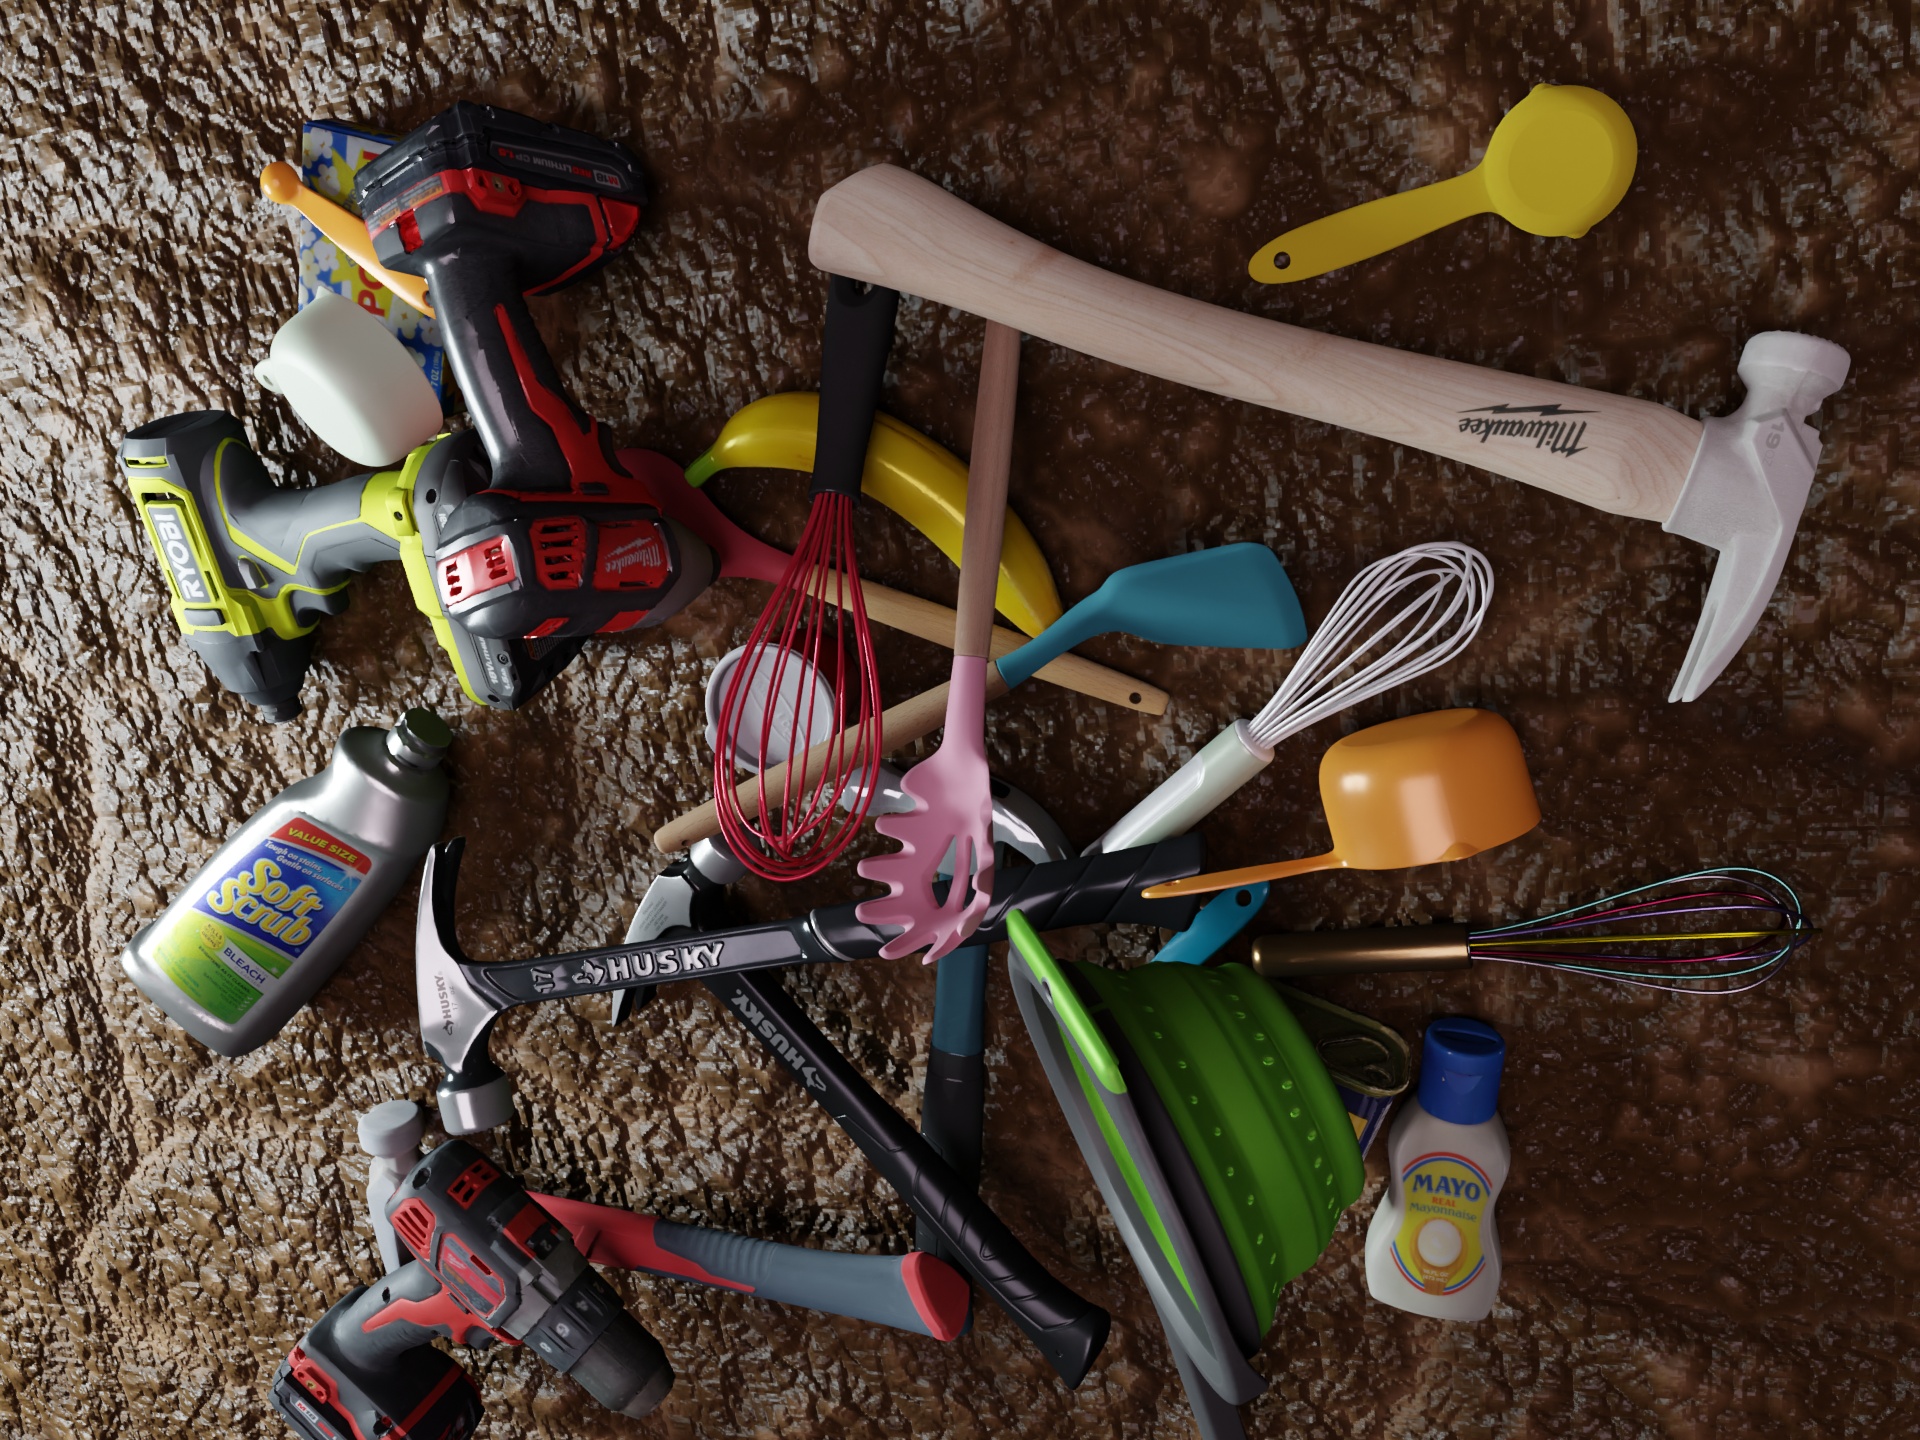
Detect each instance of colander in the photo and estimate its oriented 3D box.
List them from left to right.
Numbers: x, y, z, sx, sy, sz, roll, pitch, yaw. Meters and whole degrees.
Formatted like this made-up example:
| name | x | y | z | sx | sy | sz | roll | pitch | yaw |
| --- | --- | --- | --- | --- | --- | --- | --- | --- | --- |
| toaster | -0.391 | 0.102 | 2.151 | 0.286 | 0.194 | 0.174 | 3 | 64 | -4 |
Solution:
| name | x | y | z | sx | sy | sz | roll | pitch | yaw |
| --- | --- | --- | --- | --- | --- | --- | --- | --- | --- |
| colander | 0.127 | 0.233 | 0.719 | 0.094 | 0.205 | 0.396 | -25 | 125 | -8 |

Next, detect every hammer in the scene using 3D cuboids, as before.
| name | x | y | z | sx | sy | sz | roll | pitch | yaw |
| --- | --- | --- | --- | --- | --- | --- | --- | --- | --- |
| hammer | -0.178 | 0.315 | 0.916 | 0.386 | 0.038 | 0.143 | 4 | 111 | 22 |
| hammer | -0.081 | 0.102 | 0.772 | 0.409 | 0.036 | 0.149 | -11 | 93 | 12 |
| hammer | -0.050 | 0.212 | 0.826 | 0.335 | 0.035 | 0.146 | 46 | 123 | 8 |
| hammer | -0.004 | 0.182 | 0.836 | 0.128 | 0.033 | 0.330 | 9 | 111 | 15 |
| hammer | 0.129 | -0.136 | 0.649 | 0.411 | 0.038 | 0.146 | 19 | 92 | 10 |

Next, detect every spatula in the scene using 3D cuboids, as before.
| name | x | y | z | sx | sy | sz | roll | pitch | yaw |
| --- | --- | --- | --- | --- | --- | --- | --- | --- | --- |
| spatula | -0.001 | -0.002 | 0.726 | 0.317 | 0.044 | 0.082 | -26 | 144 | 10 |

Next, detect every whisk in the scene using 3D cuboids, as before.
| name | x | y | z | sx | sy | sz | roll | pitch | yaw |
| --- | --- | --- | --- | --- | --- | --- | --- | --- | --- |
| whisk | -0.057 | -0.077 | 0.687 | 0.073 | 0.073 | 0.296 | 3 | 77 | 16 |
| whisk | 0.139 | 0.004 | 0.722 | 0.059 | 0.058 | 0.246 | 29 | 123 | -28 |
| whisk | 0.253 | 0.099 | 0.721 | 0.245 | 0.047 | 0.051 | -7 | 108 | 23 |

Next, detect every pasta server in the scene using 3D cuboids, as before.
| name | x | y | z | sx | sy | sz | roll | pitch | yaw |
| --- | --- | --- | --- | --- | --- | --- | --- | --- | --- |
| pasta server | 0.003 | -0.055 | 0.683 | 0.060 | 0.040 | 0.316 | 3 | 85 | 33 |

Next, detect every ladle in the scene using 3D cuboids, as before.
| name | x | y | z | sx | sy | sz | roll | pitch | yaw |
| --- | --- | --- | --- | --- | --- | --- | --- | --- | --- |
| ladle | -0.050 | -0.060 | 0.770 | 0.315 | 0.031 | 0.069 | 20 | 109 | 8 |

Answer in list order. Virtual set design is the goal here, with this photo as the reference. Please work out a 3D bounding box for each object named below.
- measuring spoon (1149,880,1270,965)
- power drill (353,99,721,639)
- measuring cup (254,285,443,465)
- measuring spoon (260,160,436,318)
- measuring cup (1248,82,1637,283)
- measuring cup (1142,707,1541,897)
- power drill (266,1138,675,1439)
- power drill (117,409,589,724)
| name | x | y | z | sx | sy | sz | roll | pitch | yaw |
| --- | --- | --- | --- | --- | --- | --- | --- | --- | --- |
| measuring spoon | 0.101 | 0.118 | 0.780 | 0.128 | 0.021 | 0.042 | -46 | 61 | 22 |
| power drill | -0.178 | -0.145 | 0.705 | 0.078 | 0.143 | 0.220 | -15 | 87 | 34 |
| measuring cup | -0.305 | -0.154 | 0.743 | 0.168 | 0.038 | 0.083 | 9 | 140 | 44 |
| measuring spoon | -0.284 | -0.225 | 0.750 | 0.117 | 0.011 | 0.021 | 37 | 115 | 2 |
| measuring cup | 0.190 | -0.206 | 0.640 | 0.156 | 0.029 | 0.062 | -15 | 103 | 22 |
| measuring cup | 0.159 | 0.036 | 0.691 | 0.173 | 0.095 | 0.052 | -13 | 95 | 6 |
| power drill | -0.281 | 0.365 | 0.919 | 0.188 | 0.080 | 0.226 | 42 | 118 | 2 |
| power drill | -0.310 | -0.073 | 0.819 | 0.223 | 0.080 | 0.171 | 3 | 120 | 21 |
